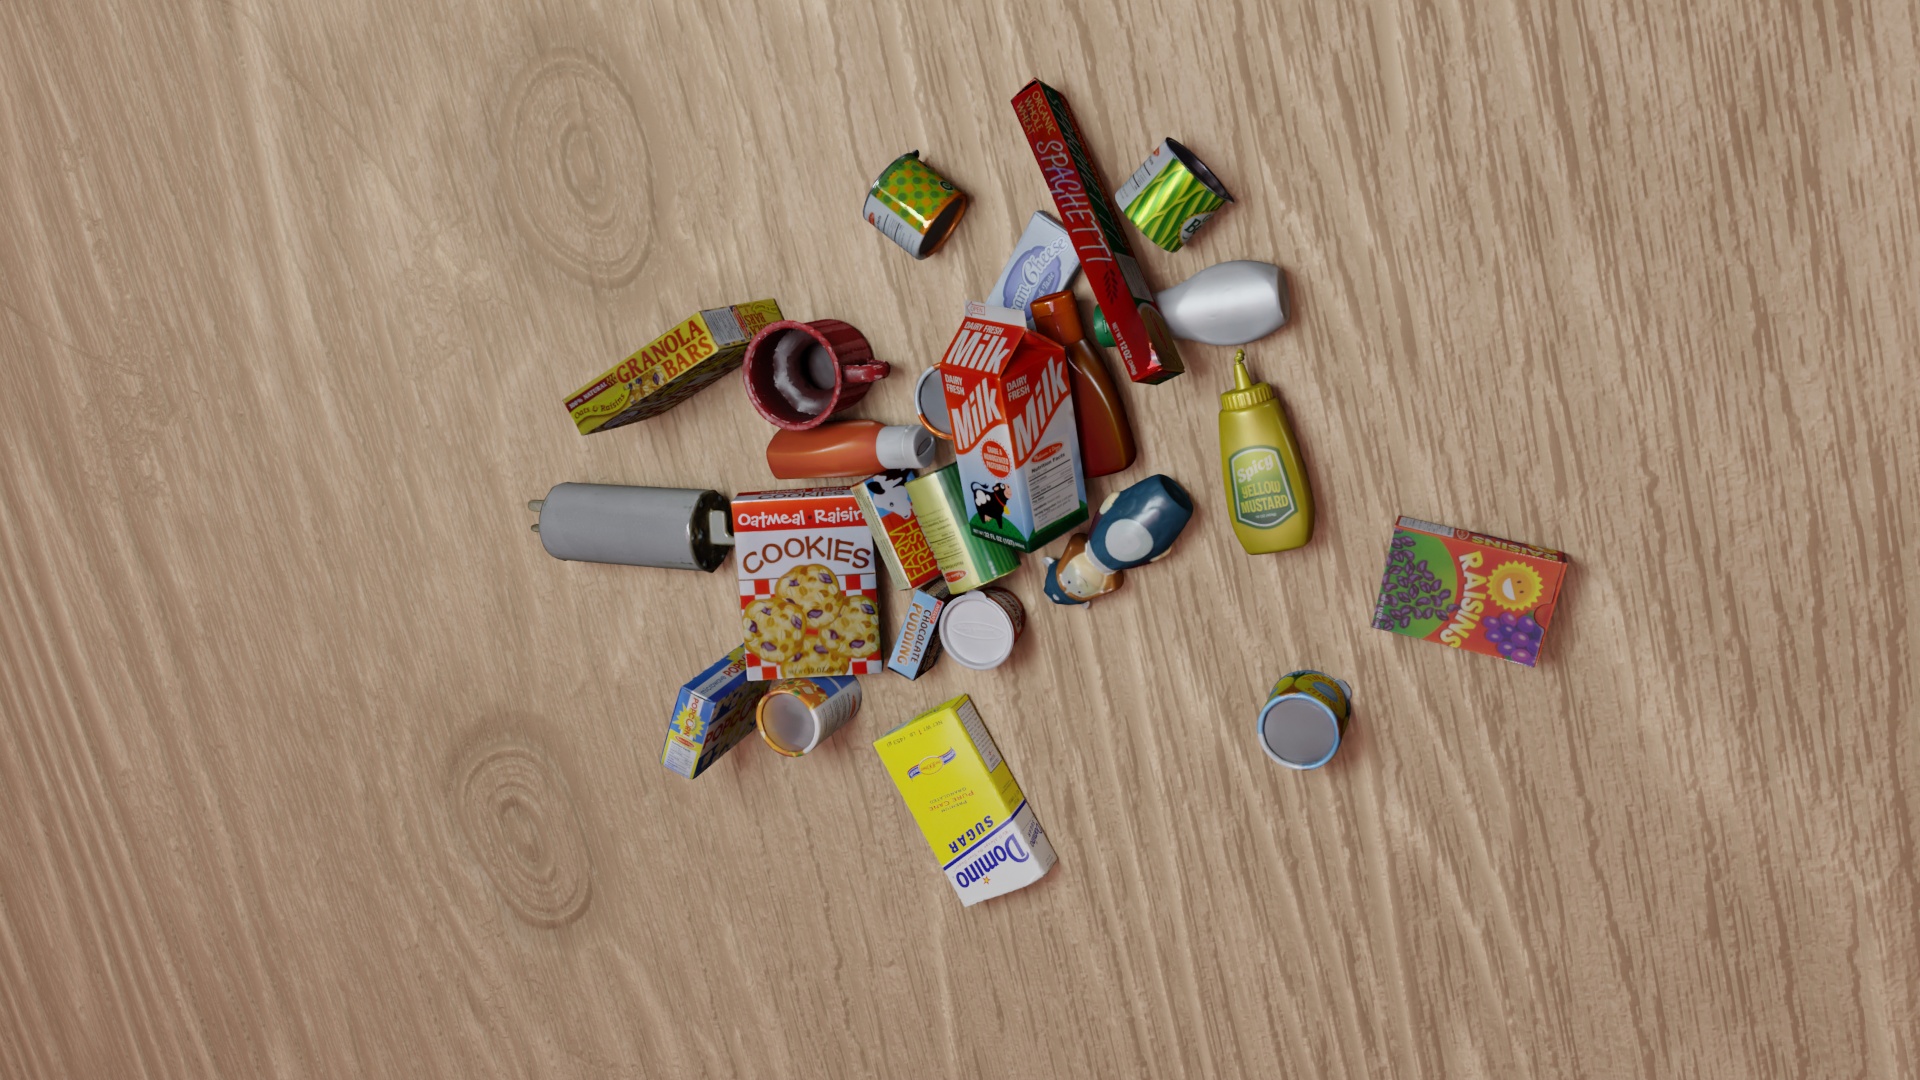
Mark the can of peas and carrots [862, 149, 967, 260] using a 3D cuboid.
[{"bbox_3d":[-0.035,-0.273,1.131,0.059,0.071,0.070,39,115,8],"label":"can of peas and carrots"}]

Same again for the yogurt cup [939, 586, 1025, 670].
[{"bbox_3d":[0.022,0.073,1.202,0.072,0.054,0.072,6,106,21],"label":"yogurt cup"}]

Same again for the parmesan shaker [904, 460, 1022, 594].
[{"bbox_3d":[0.004,-0.015,1.179,0.071,0.071,0.103,-21,94,26],"label":"parmesan shaker"}]

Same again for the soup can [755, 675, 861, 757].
[{"bbox_3d":[-0.142,0.152,1.274,0.071,0.084,0.071,6,106,22],"label":"soup can"}]

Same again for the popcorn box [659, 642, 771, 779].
[{"bbox_3d":[-0.222,0.155,1.285,0.038,0.127,0.085,23,112,12],"label":"popcorn box"}]

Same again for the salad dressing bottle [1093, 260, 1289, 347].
[{"bbox_3d":[0.178,-0.179,1.079,0.147,0.044,0.064,-6,101,26],"label":"salad dressing bottle"}]

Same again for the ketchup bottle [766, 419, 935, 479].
[{"bbox_3d":[-0.093,-0.079,1.193,0.149,0.065,0.043,0,122,32],"label":"ketchup bottle"}]

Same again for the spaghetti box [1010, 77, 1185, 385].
[{"bbox_3d":[0.104,-0.235,1.061,0.028,0.050,0.250,-27,79,27],"label":"spaghetti box"}]

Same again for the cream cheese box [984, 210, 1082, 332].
[{"bbox_3d":[0.061,-0.210,1.129,0.053,0.024,0.103,35,114,11],"label":"cream cheese box"}]

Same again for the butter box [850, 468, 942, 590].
[{"bbox_3d":[-0.050,-0.012,1.207,0.024,0.053,0.103,-14,102,55],"label":"butter box"}]

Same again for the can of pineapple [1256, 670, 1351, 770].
[{"bbox_3d":[0.276,0.142,1.113,0.071,0.058,0.070,6,106,21],"label":"can of pineapple"}]

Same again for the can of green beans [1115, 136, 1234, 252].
[{"bbox_3d":[0.160,-0.261,1.052,0.071,0.071,0.057,47,116,5],"label":"can of green beans"}]

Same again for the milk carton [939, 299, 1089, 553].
[{"bbox_3d":[0.041,-0.094,1.094,0.072,0.074,0.189,19,128,46],"label":"milk carton"}]

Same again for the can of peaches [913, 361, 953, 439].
[{"bbox_3d":[0.004,-0.120,1.158,0.071,0.058,0.071,6,106,22],"label":"can of peaches"}]

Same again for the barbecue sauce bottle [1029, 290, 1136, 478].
[{"bbox_3d":[0.093,-0.125,1.115,0.065,0.044,0.148,-8,110,31],"label":"barbecue sauce bottle"}]

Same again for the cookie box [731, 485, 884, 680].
[{"bbox_3d":[-0.135,0.038,1.246,0.123,0.040,0.167,-3,103,1],"label":"cookie box"}]

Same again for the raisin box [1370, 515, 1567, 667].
[{"bbox_3d":[0.383,0.037,1.052,0.123,0.040,0.085,14,108,18],"label":"raisin box"}]

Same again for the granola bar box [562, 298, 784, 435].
[{"bbox_3d":[-0.247,-0.152,1.216,0.165,0.125,0.039,-26,93,26],"label":"granola bar box"}]

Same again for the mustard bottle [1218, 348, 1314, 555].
[{"bbox_3d":[0.231,-0.070,1.081,0.065,0.049,0.160,-12,99,23],"label":"mustard bottle"}]

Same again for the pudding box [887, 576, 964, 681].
[{"bbox_3d":[-0.030,0.077,1.228,0.030,0.050,0.083,28,112,15],"label":"pudding box"}]
